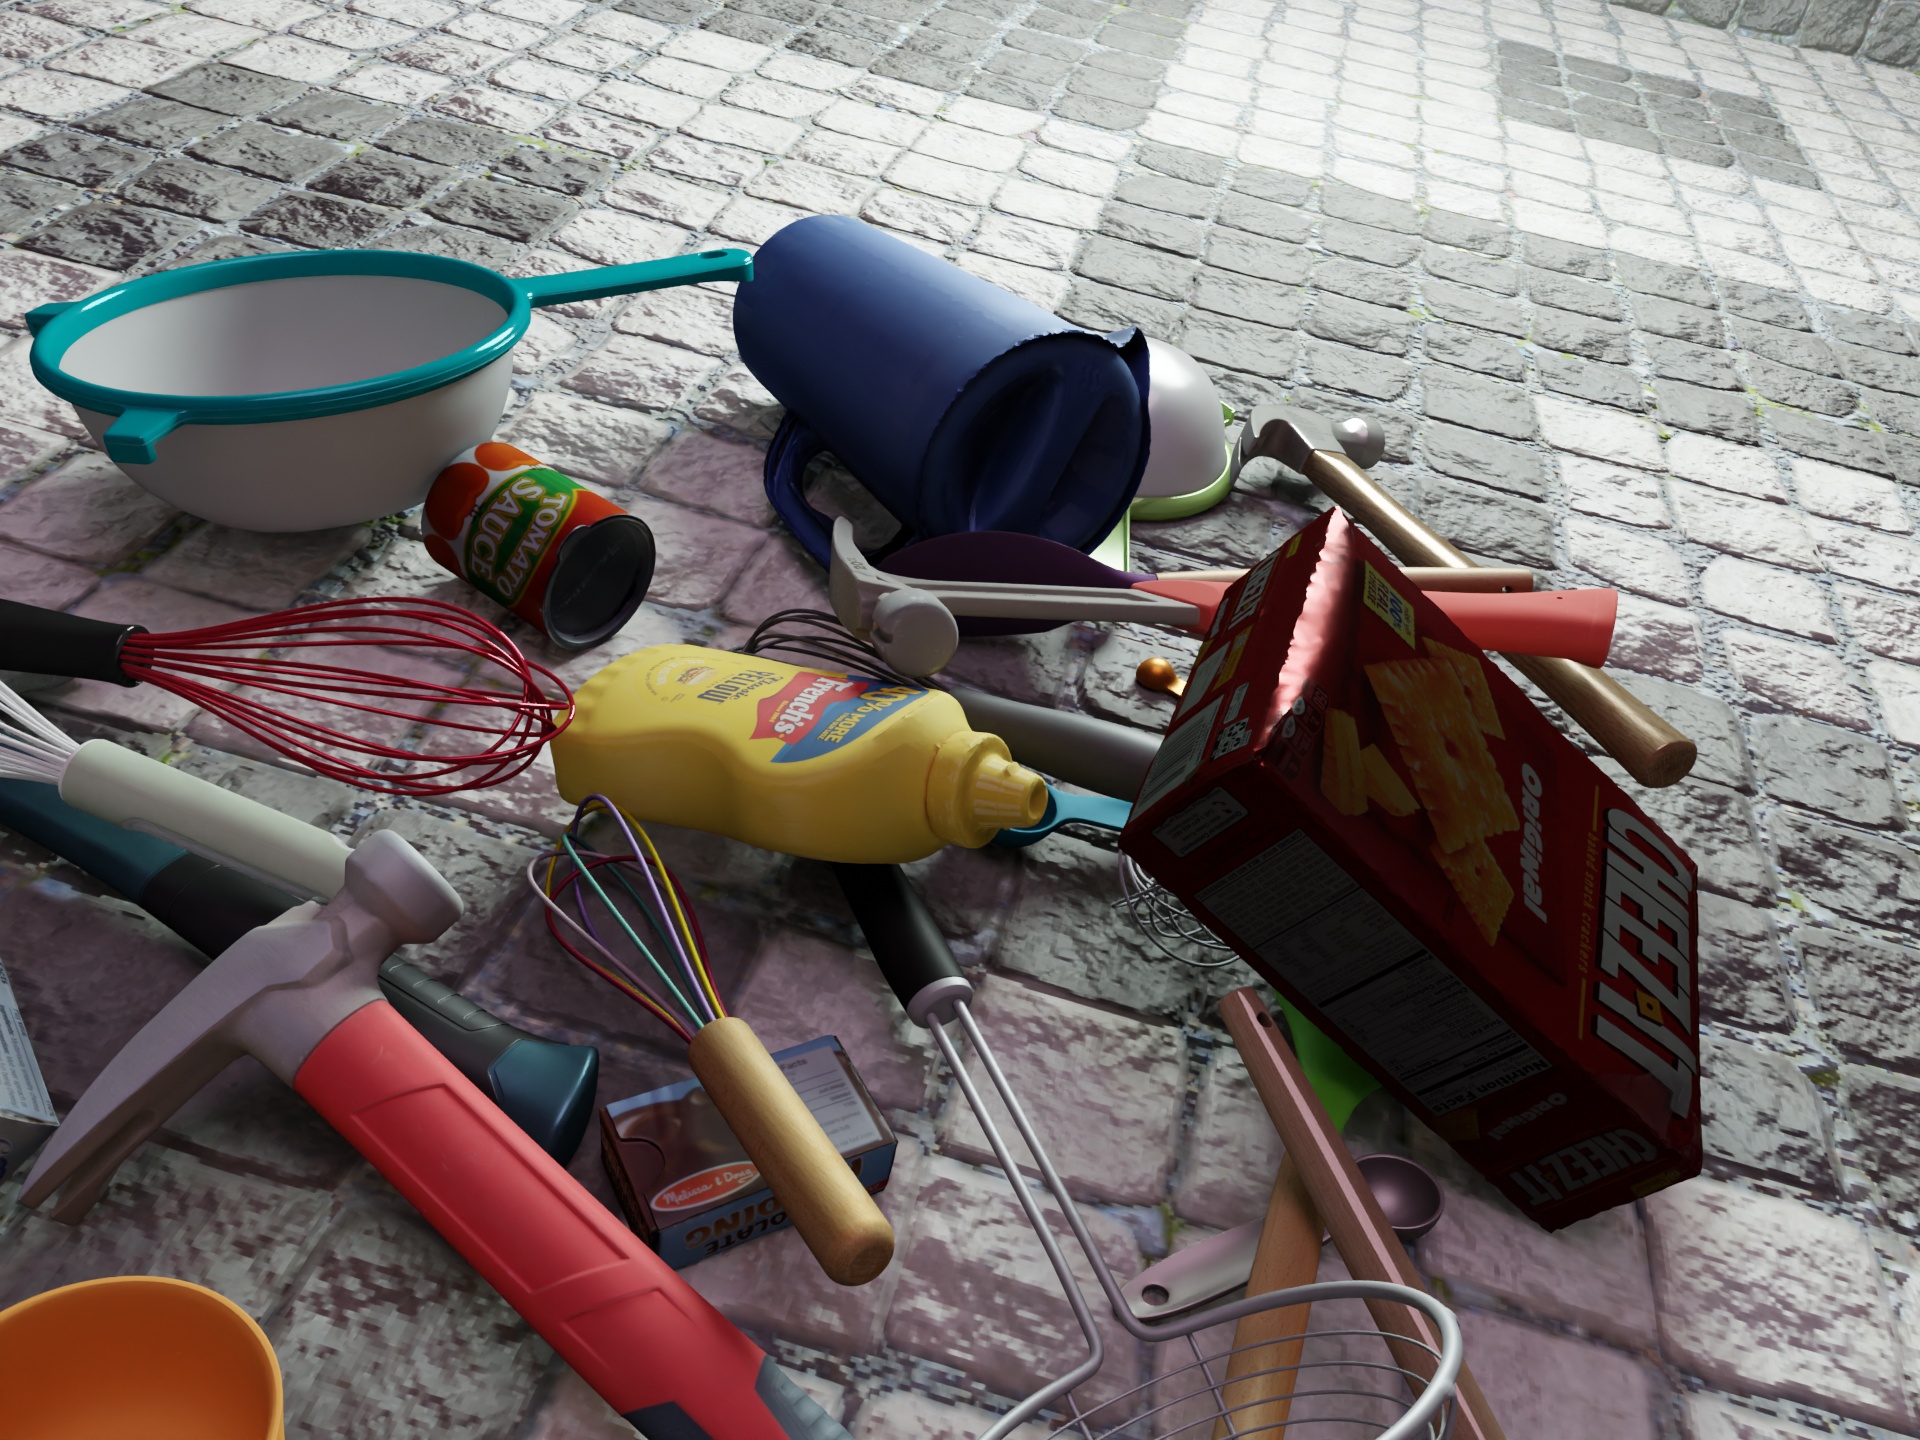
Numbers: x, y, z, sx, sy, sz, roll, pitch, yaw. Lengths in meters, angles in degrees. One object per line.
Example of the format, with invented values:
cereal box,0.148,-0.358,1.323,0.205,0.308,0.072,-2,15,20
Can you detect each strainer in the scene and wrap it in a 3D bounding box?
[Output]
strainer,-0.251,-0.163,0.771,0.340,0.095,0.211,-19,38,-30
strainer,0.087,-0.151,0.874,0.151,0.069,0.257,11,37,-1

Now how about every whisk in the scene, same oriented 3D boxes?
whisk,-0.284,-0.021,0.582,0.296,0.073,0.073,9,38,6
whisk,0.177,0.041,0.673,0.284,0.070,0.070,-12,44,-34
whisk,-0.087,0.095,0.510,0.047,0.051,0.245,-35,39,-13
whisk,-0.305,0.015,0.540,0.246,0.057,0.059,21,72,6
whisk,-0.001,-0.001,0.648,0.239,0.055,0.055,16,36,30

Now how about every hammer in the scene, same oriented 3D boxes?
hammer,0.123,-0.051,0.702,0.359,0.036,0.149,1,19,-15
hammer,0.252,-0.078,0.831,0.130,0.031,0.332,0,37,-31
hammer,-0.262,0.061,0.552,0.331,0.033,0.128,25,39,16
hammer,-0.080,0.189,0.420,0.386,0.038,0.143,35,67,20

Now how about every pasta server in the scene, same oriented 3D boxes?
pasta server,0.151,0.206,0.430,0.060,0.040,0.317,0,50,-36

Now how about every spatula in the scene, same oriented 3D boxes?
spatula,0.118,-0.065,0.756,0.316,0.059,0.018,-1,38,-4

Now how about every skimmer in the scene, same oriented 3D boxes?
skimmer,0.010,0.102,0.478,0.127,0.090,0.364,-20,35,-12

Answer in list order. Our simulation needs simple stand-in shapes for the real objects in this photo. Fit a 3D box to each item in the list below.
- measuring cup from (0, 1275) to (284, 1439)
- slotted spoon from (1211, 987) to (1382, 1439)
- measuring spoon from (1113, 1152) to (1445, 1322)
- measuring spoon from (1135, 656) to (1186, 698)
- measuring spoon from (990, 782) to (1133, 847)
measuring cup,-0.219,0.211,0.354,0.095,0.052,0.174,14,35,3
slotted spoon,0.107,0.156,0.498,0.070,0.031,0.314,29,34,6
measuring spoon,0.105,0.175,0.523,0.124,0.018,0.034,-15,32,-20
measuring spoon,0.135,-0.003,0.748,0.117,0.011,0.021,28,41,19
measuring spoon,0.060,0.046,0.671,0.128,0.021,0.042,10,37,-17
